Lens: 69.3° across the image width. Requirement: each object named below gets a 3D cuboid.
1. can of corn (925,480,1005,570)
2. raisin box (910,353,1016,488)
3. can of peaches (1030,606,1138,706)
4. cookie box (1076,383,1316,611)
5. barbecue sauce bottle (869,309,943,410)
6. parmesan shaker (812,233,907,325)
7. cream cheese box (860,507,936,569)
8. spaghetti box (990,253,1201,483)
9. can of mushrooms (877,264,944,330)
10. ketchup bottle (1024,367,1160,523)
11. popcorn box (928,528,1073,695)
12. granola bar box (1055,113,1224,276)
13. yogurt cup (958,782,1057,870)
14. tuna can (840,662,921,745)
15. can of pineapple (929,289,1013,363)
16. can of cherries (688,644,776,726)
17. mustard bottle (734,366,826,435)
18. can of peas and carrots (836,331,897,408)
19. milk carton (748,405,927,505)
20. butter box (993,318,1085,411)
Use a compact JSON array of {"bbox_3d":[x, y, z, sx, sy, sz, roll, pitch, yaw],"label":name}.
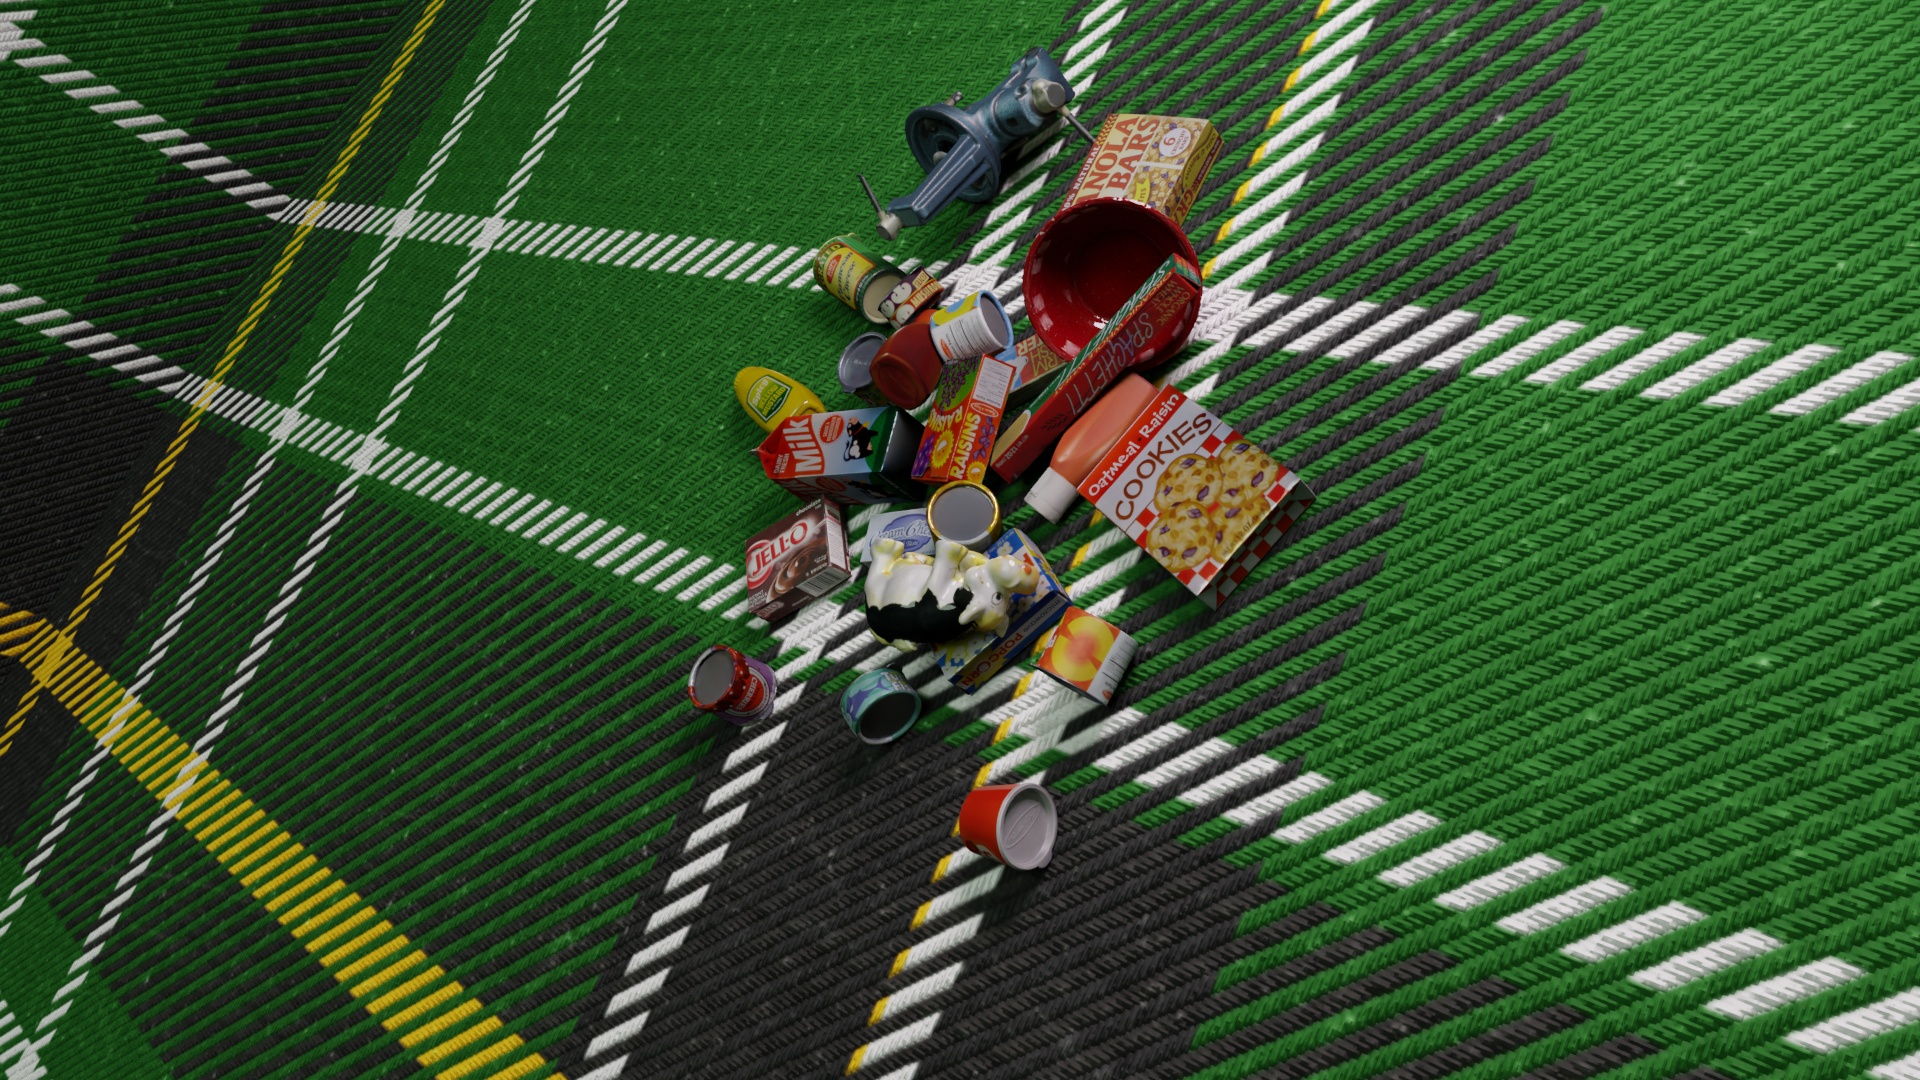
[{"bbox_3d":[0.004,-0.016,1.252,0.071,0.058,0.071,-3,65,6],"label":"can of corn"},{"bbox_3d":[0.002,-0.109,1.305,0.086,0.040,0.123,7,80,64],"label":"raisin box"},{"bbox_3d":[0.101,0.093,1.126,0.071,0.071,0.058,24,82,43],"label":"can of peaches"},{"bbox_3d":[0.191,-0.039,1.150,0.123,0.040,0.168,-49,47,5],"label":"cookie box"},{"bbox_3d":[-0.043,-0.185,1.367,0.043,0.065,0.149,-37,16,29],"label":"barbecue sauce bottle"},{"bbox_3d":[-0.105,-0.283,1.497,0.071,0.071,0.103,-52,46,2],"label":"parmesan shaker"},{"bbox_3d":[-0.045,-0.002,1.323,0.103,0.024,0.053,-7,60,35],"label":"cream cheese box"},{"bbox_3d":[0.116,-0.150,1.229,0.249,0.028,0.050,-46,16,26],"label":"spaghetti box"},{"bbox_3d":[-0.050,-0.250,1.434,0.071,0.071,0.033,-43,89,11],"label":"can of mushrooms"},{"bbox_3d":[0.116,-0.083,1.230,0.148,0.043,0.065,-51,38,3],"label":"ketchup bottle"},{"bbox_3d":[0.028,0.062,1.220,0.126,0.038,0.085,-42,48,12],"label":"popcorn box"},{"bbox_3d":[0.162,-0.330,1.336,0.124,0.039,0.166,20,79,43],"label":"granola bar box"},{"bbox_3d":[0.036,0.225,1.106,0.054,0.072,0.072,-4,64,45],"label":"yogurt cup"},{"bbox_3d":[-0.069,0.145,1.229,0.071,0.071,0.033,-47,48,7],"label":"tuna can"},{"bbox_3d":[0.012,-0.207,1.366,0.057,0.071,0.071,-22,54,26],"label":"can of pineapple"},{"bbox_3d":[-0.221,0.142,1.355,0.071,0.058,0.072,-19,55,30],"label":"can of cherries"},{"bbox_3d":[-0.209,-0.155,1.519,0.065,0.048,0.160,-54,46,-1],"label":"mustard bottle"},{"bbox_3d":[-0.084,-0.169,1.423,0.071,0.058,0.071,-18,56,30],"label":"can of peas and carrots"},{"bbox_3d":[-0.123,-0.081,1.395,0.190,0.072,0.073,-2,66,37],"label":"milk carton"},{"bbox_3d":[0.075,-0.169,1.323,0.103,0.024,0.053,-26,53,25],"label":"butter box"}]
